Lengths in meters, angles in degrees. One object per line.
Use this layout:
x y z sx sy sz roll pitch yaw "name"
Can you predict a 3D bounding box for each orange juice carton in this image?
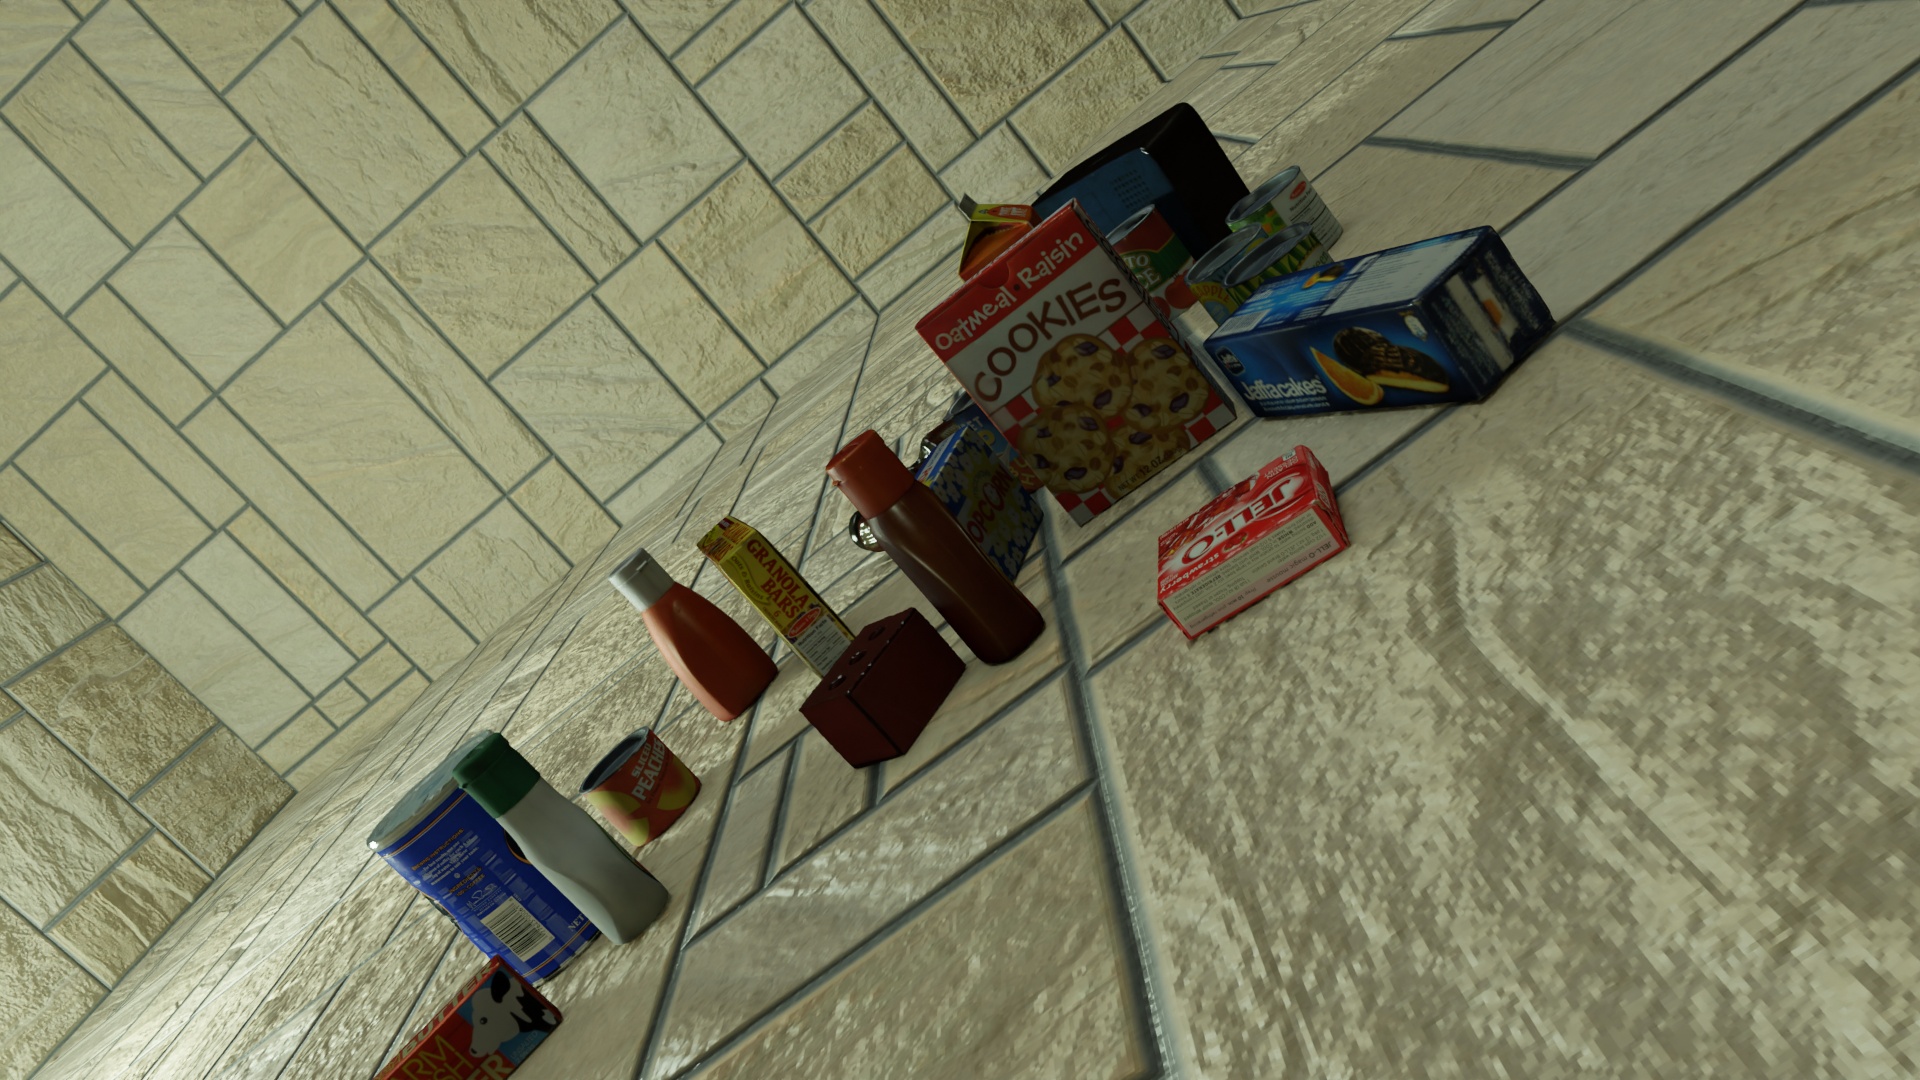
0.061 -0.199 1.119 0.073 0.192 0.072 -36 15 18 "orange juice carton"

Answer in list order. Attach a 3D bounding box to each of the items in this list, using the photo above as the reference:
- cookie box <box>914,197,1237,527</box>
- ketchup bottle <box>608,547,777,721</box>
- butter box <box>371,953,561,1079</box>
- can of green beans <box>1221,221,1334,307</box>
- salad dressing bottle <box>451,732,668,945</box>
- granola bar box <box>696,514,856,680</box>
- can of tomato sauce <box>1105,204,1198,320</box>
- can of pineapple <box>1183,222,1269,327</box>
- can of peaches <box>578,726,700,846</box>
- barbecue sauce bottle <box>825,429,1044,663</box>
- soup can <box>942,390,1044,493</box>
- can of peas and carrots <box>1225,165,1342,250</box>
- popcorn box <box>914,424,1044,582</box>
0.072 -0.109 0.868 0.122 0.167 0.040 -36 15 18 "cookie box"
-0.214 0.071 1.096 0.043 0.148 0.065 -23 22 51 "ketchup bottle"
-0.286 0.296 0.797 0.104 0.053 0.024 -45 15 -19 "butter box"
0.212 -0.162 0.894 0.071 0.057 0.071 -38 14 11 "can of green beans"
-0.243 0.180 0.842 0.044 0.147 0.064 -48 16 -27 "salad dressing bottle"
-0.134 0.042 1.029 0.039 0.124 0.165 -43 14 -9 "granola bar box"
0.162 -0.231 1.183 0.071 0.083 0.071 -38 14 11 "can of tomato sauce"
0.200 -0.180 0.982 0.071 0.058 0.071 -38 14 11 "can of pineapple"
-0.229 0.177 1.001 0.071 0.058 0.071 -38 14 11 "can of peaches"
-0.016 0.004 0.794 0.044 0.148 0.065 -44 14 -13 "barbecue sauce bottle"
0.039 -0.083 1.046 0.071 0.083 0.071 -38 14 11 "soup can"
0.241 -0.237 1.043 0.071 0.058 0.071 -38 14 11 "can of peas and carrots"
0.003 -0.012 0.918 0.038 0.085 0.127 -32 16 30 "popcorn box"
